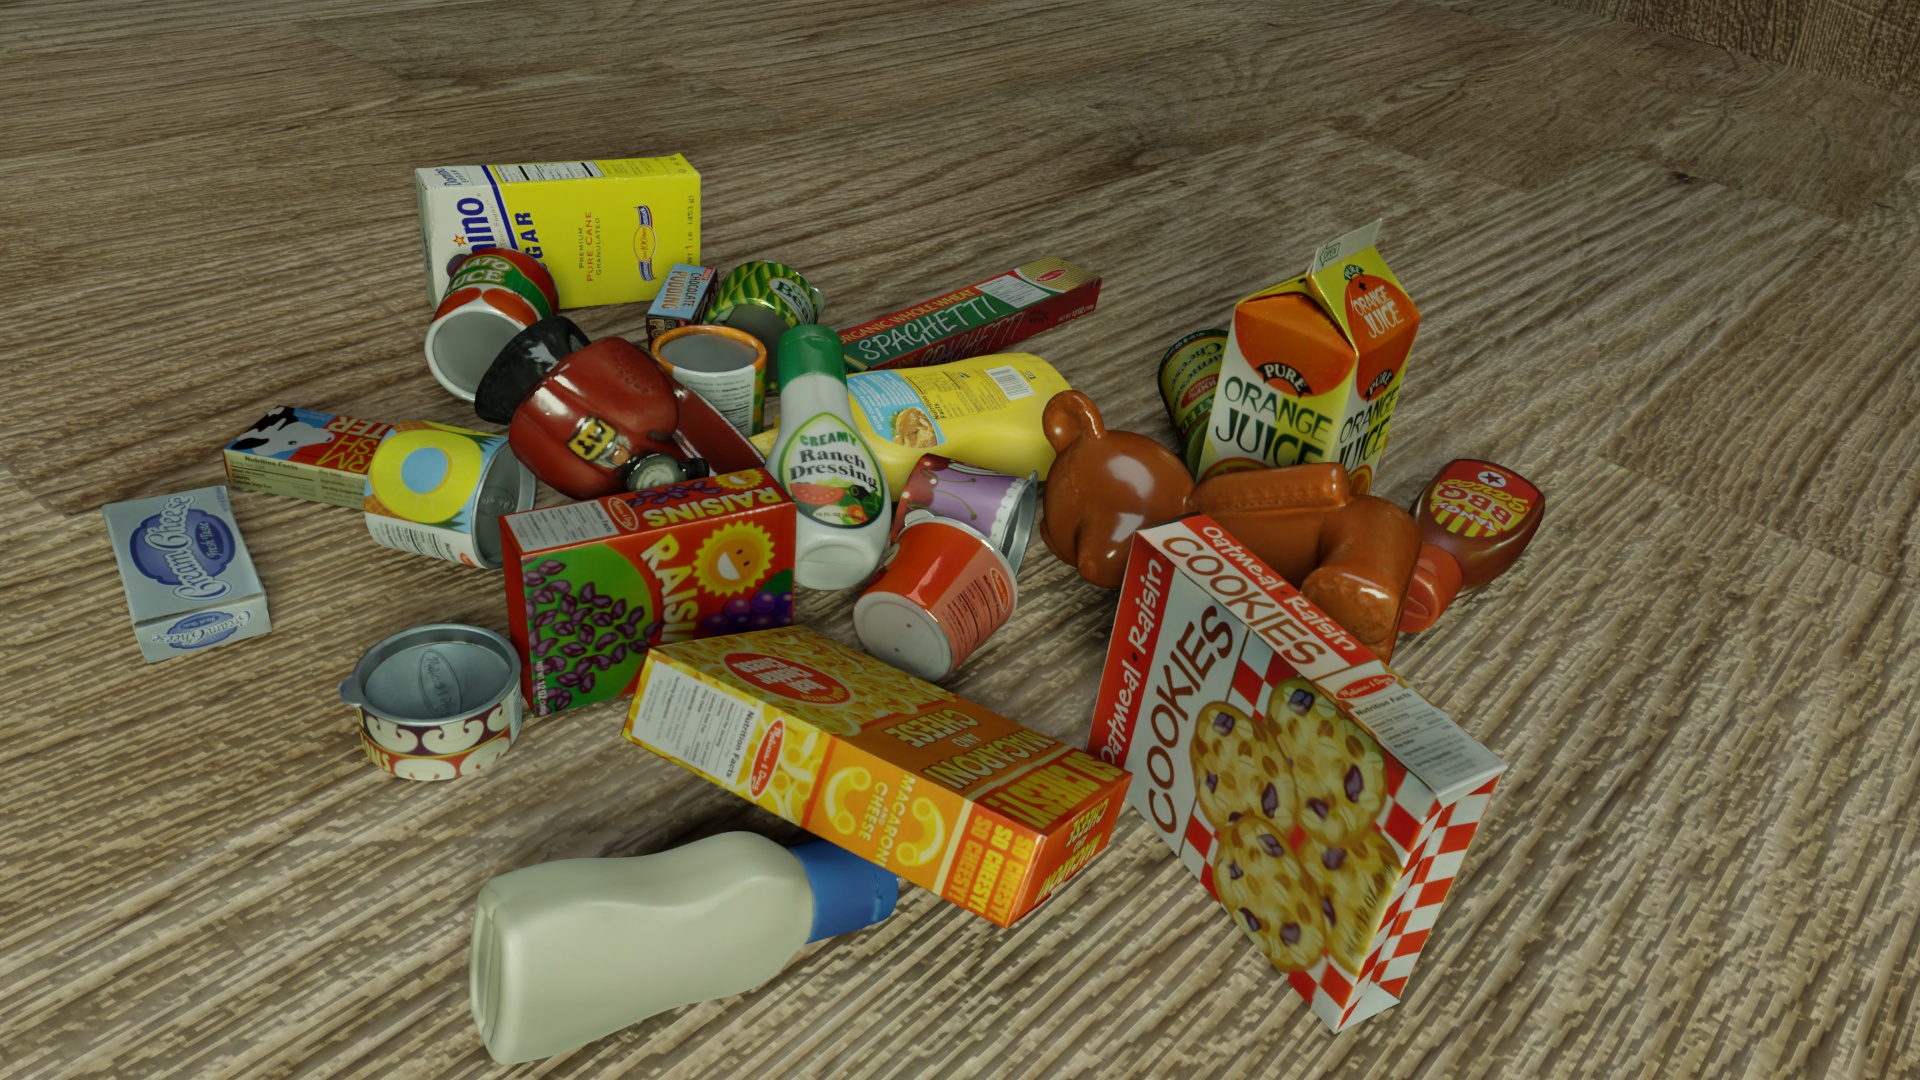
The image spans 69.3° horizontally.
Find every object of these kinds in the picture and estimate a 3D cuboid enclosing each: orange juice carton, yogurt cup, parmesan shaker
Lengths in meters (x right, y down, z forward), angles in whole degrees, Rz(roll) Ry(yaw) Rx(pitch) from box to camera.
[{"bbox_3d":[0.181,-0.072,0.730,0.073,0.191,0.072,30,40,31],"label":"orange juice carton"},{"bbox_3d":[-0.014,0.030,0.655,0.072,0.072,0.054,22,44,20],"label":"yogurt cup"},{"bbox_3d":[0.159,-0.078,0.851,0.071,0.071,0.103,3,33,-7],"label":"parmesan shaker"}]

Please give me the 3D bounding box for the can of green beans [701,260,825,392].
[{"bbox_3d":[-0.126,-0.134,0.873,0.071,0.071,0.058,7,34,-1],"label":"can of green beans"}]

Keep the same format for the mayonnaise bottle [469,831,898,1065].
[{"bbox_3d":[-0.092,0.133,0.487,0.148,0.064,0.041,-5,28,-37],"label":"mayonnaise bottle"}]

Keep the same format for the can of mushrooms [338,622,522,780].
[{"bbox_3d":[-0.221,0.067,0.583,0.071,0.033,0.071,6,34,-4],"label":"can of mushrooms"}]

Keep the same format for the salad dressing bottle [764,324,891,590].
[{"bbox_3d":[-0.072,-0.046,0.703,0.064,0.043,0.148,4,51,-19],"label":"salad dressing bottle"}]

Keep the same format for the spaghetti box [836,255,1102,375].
[{"bbox_3d":[0.004,-0.149,0.955,0.050,0.028,0.251,30,40,30],"label":"spaghetti box"}]

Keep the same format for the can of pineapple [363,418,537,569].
[{"bbox_3d":[-0.249,-0.025,0.683,0.058,0.070,0.071,11,34,6],"label":"can of pineapple"}]

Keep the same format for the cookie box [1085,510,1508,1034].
[{"bbox_3d":[0.120,0.085,0.547,0.040,0.122,0.168,-12,38,-29],"label":"cookie box"}]

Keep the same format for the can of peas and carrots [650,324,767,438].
[{"bbox_3d":[-0.147,-0.087,0.805,0.071,0.058,0.071,6,34,-4],"label":"can of peas and carrots"}]

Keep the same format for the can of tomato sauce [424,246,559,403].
[{"bbox_3d":[-0.281,-0.130,0.833,0.071,0.070,0.083,2,34,-9],"label":"can of tomato sauce"}]

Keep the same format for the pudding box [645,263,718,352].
[{"bbox_3d":[-0.176,-0.136,0.881,0.030,0.049,0.084,5,33,0],"label":"pudding box"}]

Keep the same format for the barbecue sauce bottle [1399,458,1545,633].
[{"bbox_3d":[0.273,0.003,0.771,0.065,0.043,0.149,27,39,25],"label":"barbecue sauce bottle"}]

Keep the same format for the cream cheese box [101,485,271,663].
[{"bbox_3d":[-0.359,0.012,0.644,0.053,0.024,0.104,-15,40,-30],"label":"cream cheese box"}]

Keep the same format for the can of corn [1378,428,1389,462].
[{"bbox_3d":[0.225,-0.072,0.855,0.058,0.070,0.071,4,34,-7],"label":"can of corn"}]

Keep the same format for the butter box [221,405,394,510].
[{"bbox_3d":[-0.324,-0.042,0.732,0.103,0.024,0.053,10,34,4],"label":"butter box"}]

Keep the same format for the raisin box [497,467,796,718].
[{"bbox_3d":[-0.137,0.022,0.621,0.124,0.085,0.040,-13,34,-28],"label":"raisin box"}]

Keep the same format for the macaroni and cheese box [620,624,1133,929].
[{"bbox_3d":[-0.028,0.086,0.548,0.166,0.040,0.124,22,9,20],"label":"macaroni and cheese box"}]

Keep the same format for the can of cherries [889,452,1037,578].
[{"bbox_3d":[0.003,-0.009,0.710,0.058,0.071,0.072,16,34,13],"label":"can of cherries"}]
